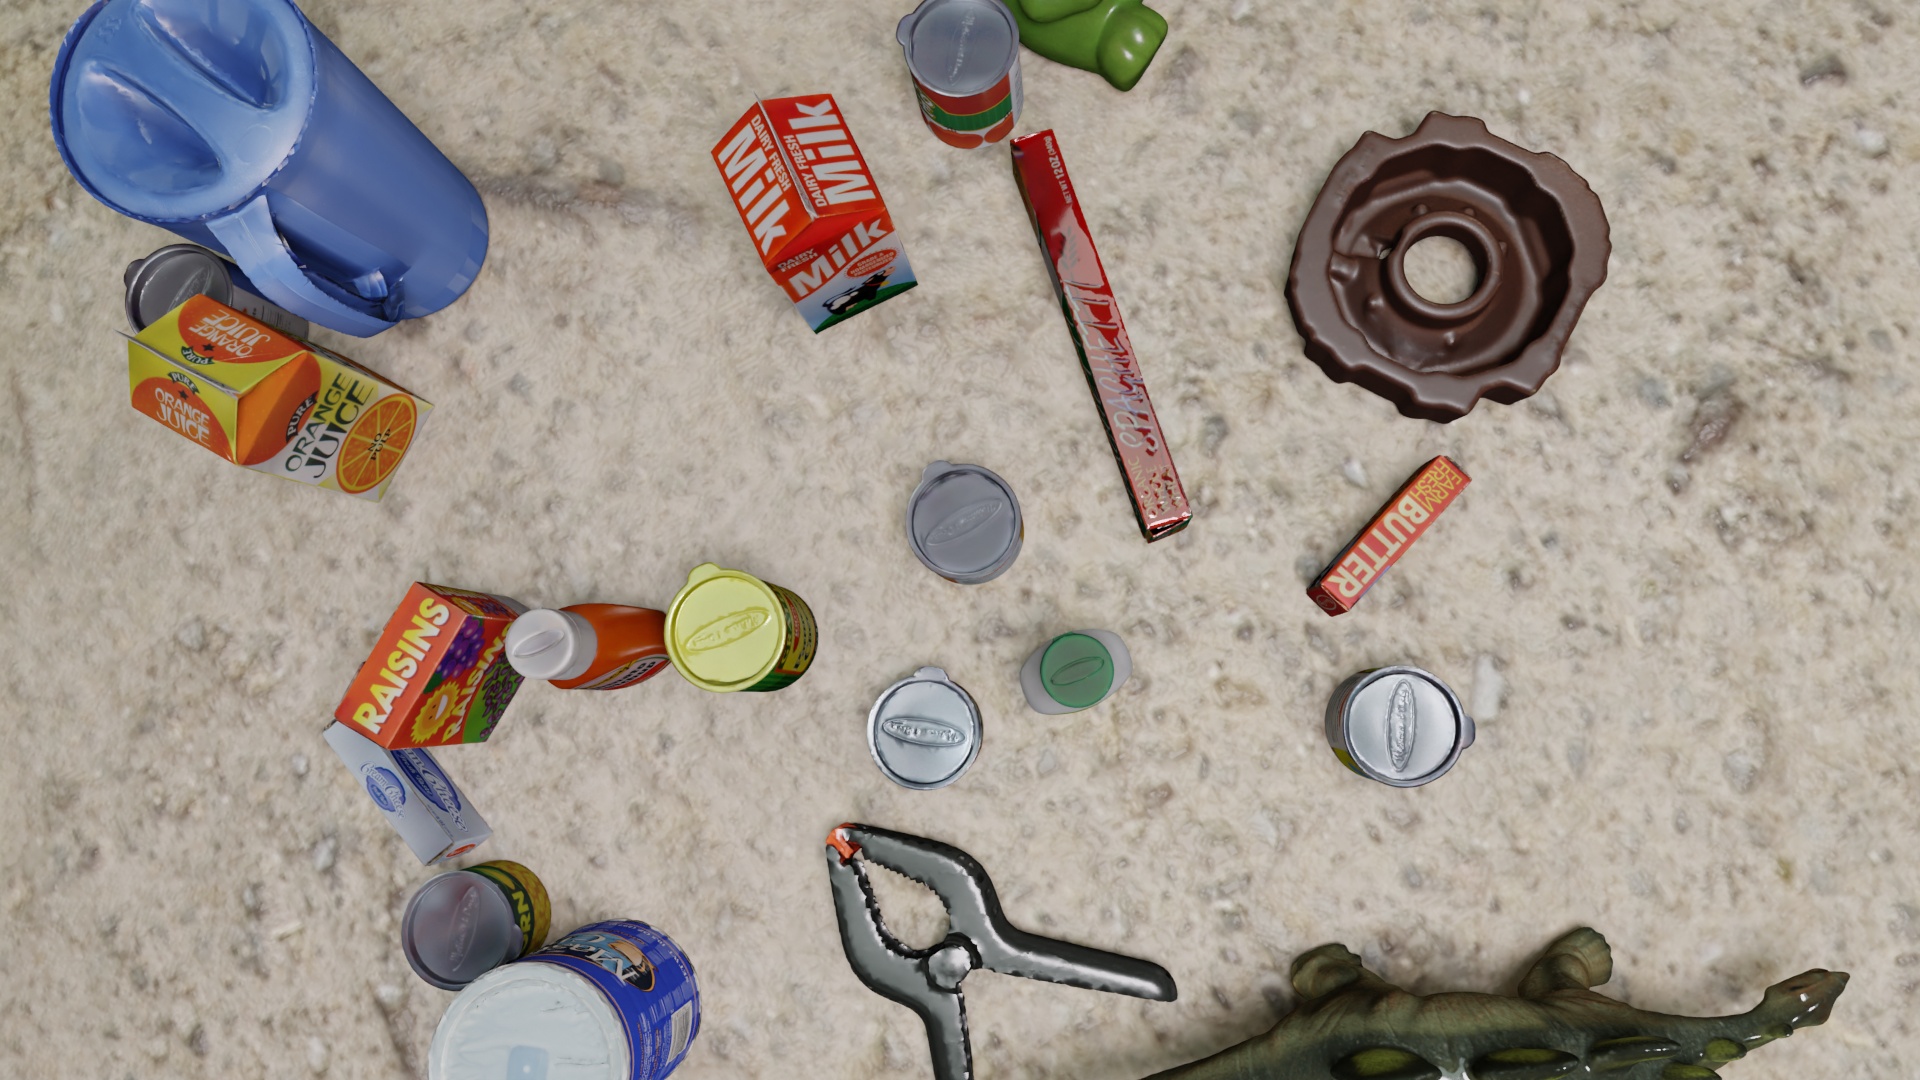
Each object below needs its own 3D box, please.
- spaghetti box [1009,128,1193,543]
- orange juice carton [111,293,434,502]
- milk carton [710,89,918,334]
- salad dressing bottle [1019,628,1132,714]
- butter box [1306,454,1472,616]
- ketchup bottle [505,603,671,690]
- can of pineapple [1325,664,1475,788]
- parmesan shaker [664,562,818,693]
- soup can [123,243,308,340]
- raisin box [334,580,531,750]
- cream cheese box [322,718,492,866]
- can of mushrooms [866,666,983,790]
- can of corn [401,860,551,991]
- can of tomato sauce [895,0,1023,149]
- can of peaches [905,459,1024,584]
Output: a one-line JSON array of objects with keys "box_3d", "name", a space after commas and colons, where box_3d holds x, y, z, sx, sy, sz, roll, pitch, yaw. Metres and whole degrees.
[{"box_3d": [0.082, -0.120, 0.821, 0.029, 0.050, 0.250, -19, 82, 3], "name": "spaghetti box"}, {"box_3d": [-0.386, -0.080, 0.783, 0.072, 0.192, 0.073, 28, 87, 7], "name": "orange juice carton"}, {"box_3d": [-0.080, -0.182, 0.771, 0.073, 0.190, 0.072, -26, 82, 2], "name": "milk carton"}, {"box_3d": [0.062, 0.071, 0.751, 0.064, 0.147, 0.044, -22, 83, 2], "name": "salad dressing bottle"}, {"box_3d": [0.243, -0.002, 0.793, 0.024, 0.053, 0.103, 43, 88, 8], "name": "butter box"}, {"box_3d": [-0.207, 0.059, 0.774, 0.065, 0.148, 0.043, -25, 82, 2], "name": "ketchup bottle"}, {"box_3d": [0.244, 0.104, 0.778, 0.071, 0.058, 0.071, -1, 84, 5], "name": "can of pineapple"}, {"box_3d": [-0.122, 0.051, 0.791, 0.071, 0.103, 0.071, -1, 84, 5], "name": "parmesan shaker"}, {"box_3d": [-0.455, -0.139, 0.851, 0.071, 0.083, 0.071, -1, 84, 5], "name": "soup can"}, {"box_3d": [-0.291, 0.072, 0.793, 0.040, 0.123, 0.086, 30, 87, 7], "name": "raisin box"}, {"box_3d": [-0.327, 0.144, 0.822, 0.024, 0.053, 0.104, -42, 82, 0], "name": "cream cheese box"}, {"box_3d": [-0.019, 0.109, 0.811, 0.071, 0.033, 0.071, -1, 83, 5], "name": "can of mushrooms"}, {"box_3d": [-0.277, 0.222, 0.807, 0.071, 0.058, 0.071, -1, 84, 5], "name": "can of corn"}, {"box_3d": [0.002, -0.280, 0.830, 0.071, 0.083, 0.071, -1, 84, 5], "name": "can of tomato sauce"}, {"box_3d": [0.003, -0.010, 0.811, 0.071, 0.058, 0.071, -1, 84, 5], "name": "can of peaches"}]
